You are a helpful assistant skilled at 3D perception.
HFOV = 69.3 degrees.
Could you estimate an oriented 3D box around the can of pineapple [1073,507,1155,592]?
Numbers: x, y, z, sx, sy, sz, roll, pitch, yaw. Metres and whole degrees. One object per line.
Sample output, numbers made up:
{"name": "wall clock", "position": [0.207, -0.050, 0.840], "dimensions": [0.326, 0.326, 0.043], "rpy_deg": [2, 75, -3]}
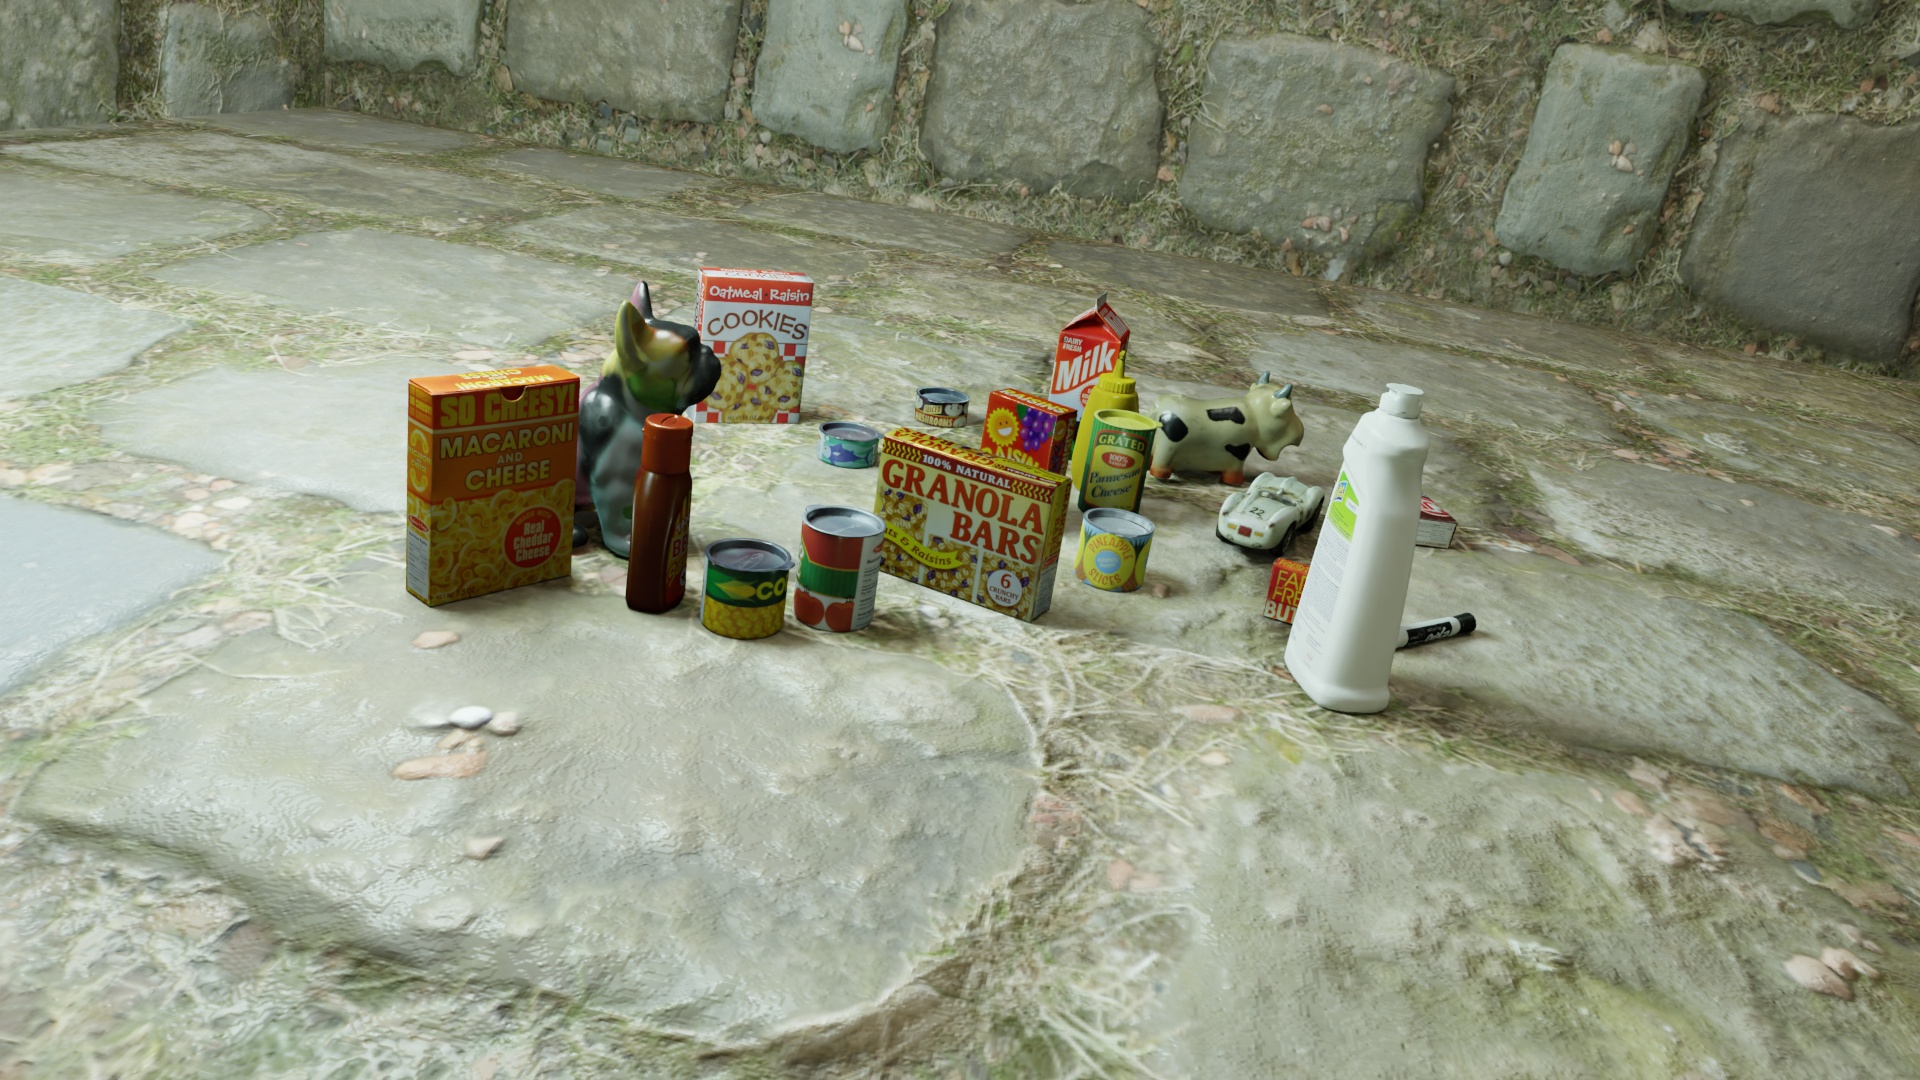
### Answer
{"name": "can of pineapple", "position": [0.140, 0.009, 1.271], "dimensions": [0.071, 0.057, 0.071], "rpy_deg": [8, 21, -3]}

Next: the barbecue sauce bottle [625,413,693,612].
{"name": "barbecue sauce bottle", "position": [-0.231, -0.023, 1.075], "dimensions": [0.044, 0.148, 0.065], "rpy_deg": [10, 21, 3]}

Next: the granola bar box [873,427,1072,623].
{"name": "granola bar box", "position": [0.004, -0.015, 1.185], "dimensions": [0.166, 0.123, 0.039], "rpy_deg": [18, 22, 23]}

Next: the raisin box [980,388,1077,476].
{"name": "raisin box", "position": [0.063, -0.081, 1.379], "dimensions": [0.086, 0.123, 0.040], "rpy_deg": [23, 25, 33]}

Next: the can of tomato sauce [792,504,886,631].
{"name": "can of tomato sauce", "position": [-0.099, 0.021, 1.106], "dimensions": [0.071, 0.082, 0.071], "rpy_deg": [8, 21, -3]}

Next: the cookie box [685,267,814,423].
{"name": "cookie box", "position": [-0.235, -0.215, 1.543], "dimensions": [0.123, 0.166, 0.040], "rpy_deg": [-1, 23, -26]}

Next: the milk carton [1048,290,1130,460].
{"name": "milk carton", "position": [0.147, -0.191, 1.604], "dimensions": [0.073, 0.189, 0.072], "rpy_deg": [13, 21, 11]}

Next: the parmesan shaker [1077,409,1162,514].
{"name": "parmesan shaker", "position": [0.165, -0.077, 1.440], "dimensions": [0.071, 0.102, 0.071], "rpy_deg": [8, 21, -3]}

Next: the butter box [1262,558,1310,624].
{"name": "butter box", "position": [0.324, 0.055, 1.234], "dimensions": [0.103, 0.053, 0.024], "rpy_deg": [17, 22, 21]}

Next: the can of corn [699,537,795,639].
{"name": "can of corn", "position": [-0.164, 0.037, 1.073], "dimensions": [0.071, 0.058, 0.071], "rpy_deg": [8, 21, -3]}

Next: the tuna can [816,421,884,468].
{"name": "tuna can", "position": [-0.118, -0.102, 1.487], "dimensions": [0.071, 0.032, 0.071], "rpy_deg": [8, 21, -3]}

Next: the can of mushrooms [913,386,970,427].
{"name": "can of mushrooms", "position": [-0.024, -0.161, 1.675], "dimensions": [0.071, 0.033, 0.071], "rpy_deg": [8, 21, -3]}

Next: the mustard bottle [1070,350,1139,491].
{"name": "mustard bottle", "position": [0.161, -0.127, 1.487], "dimensions": [0.065, 0.159, 0.049], "rpy_deg": [-3, 24, -30]}

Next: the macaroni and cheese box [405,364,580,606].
{"name": "macaroni and cheese box", "position": [-0.353, -0.044, 1.054], "dimensions": [0.040, 0.165, 0.124], "rpy_deg": [24, 26, 35]}
